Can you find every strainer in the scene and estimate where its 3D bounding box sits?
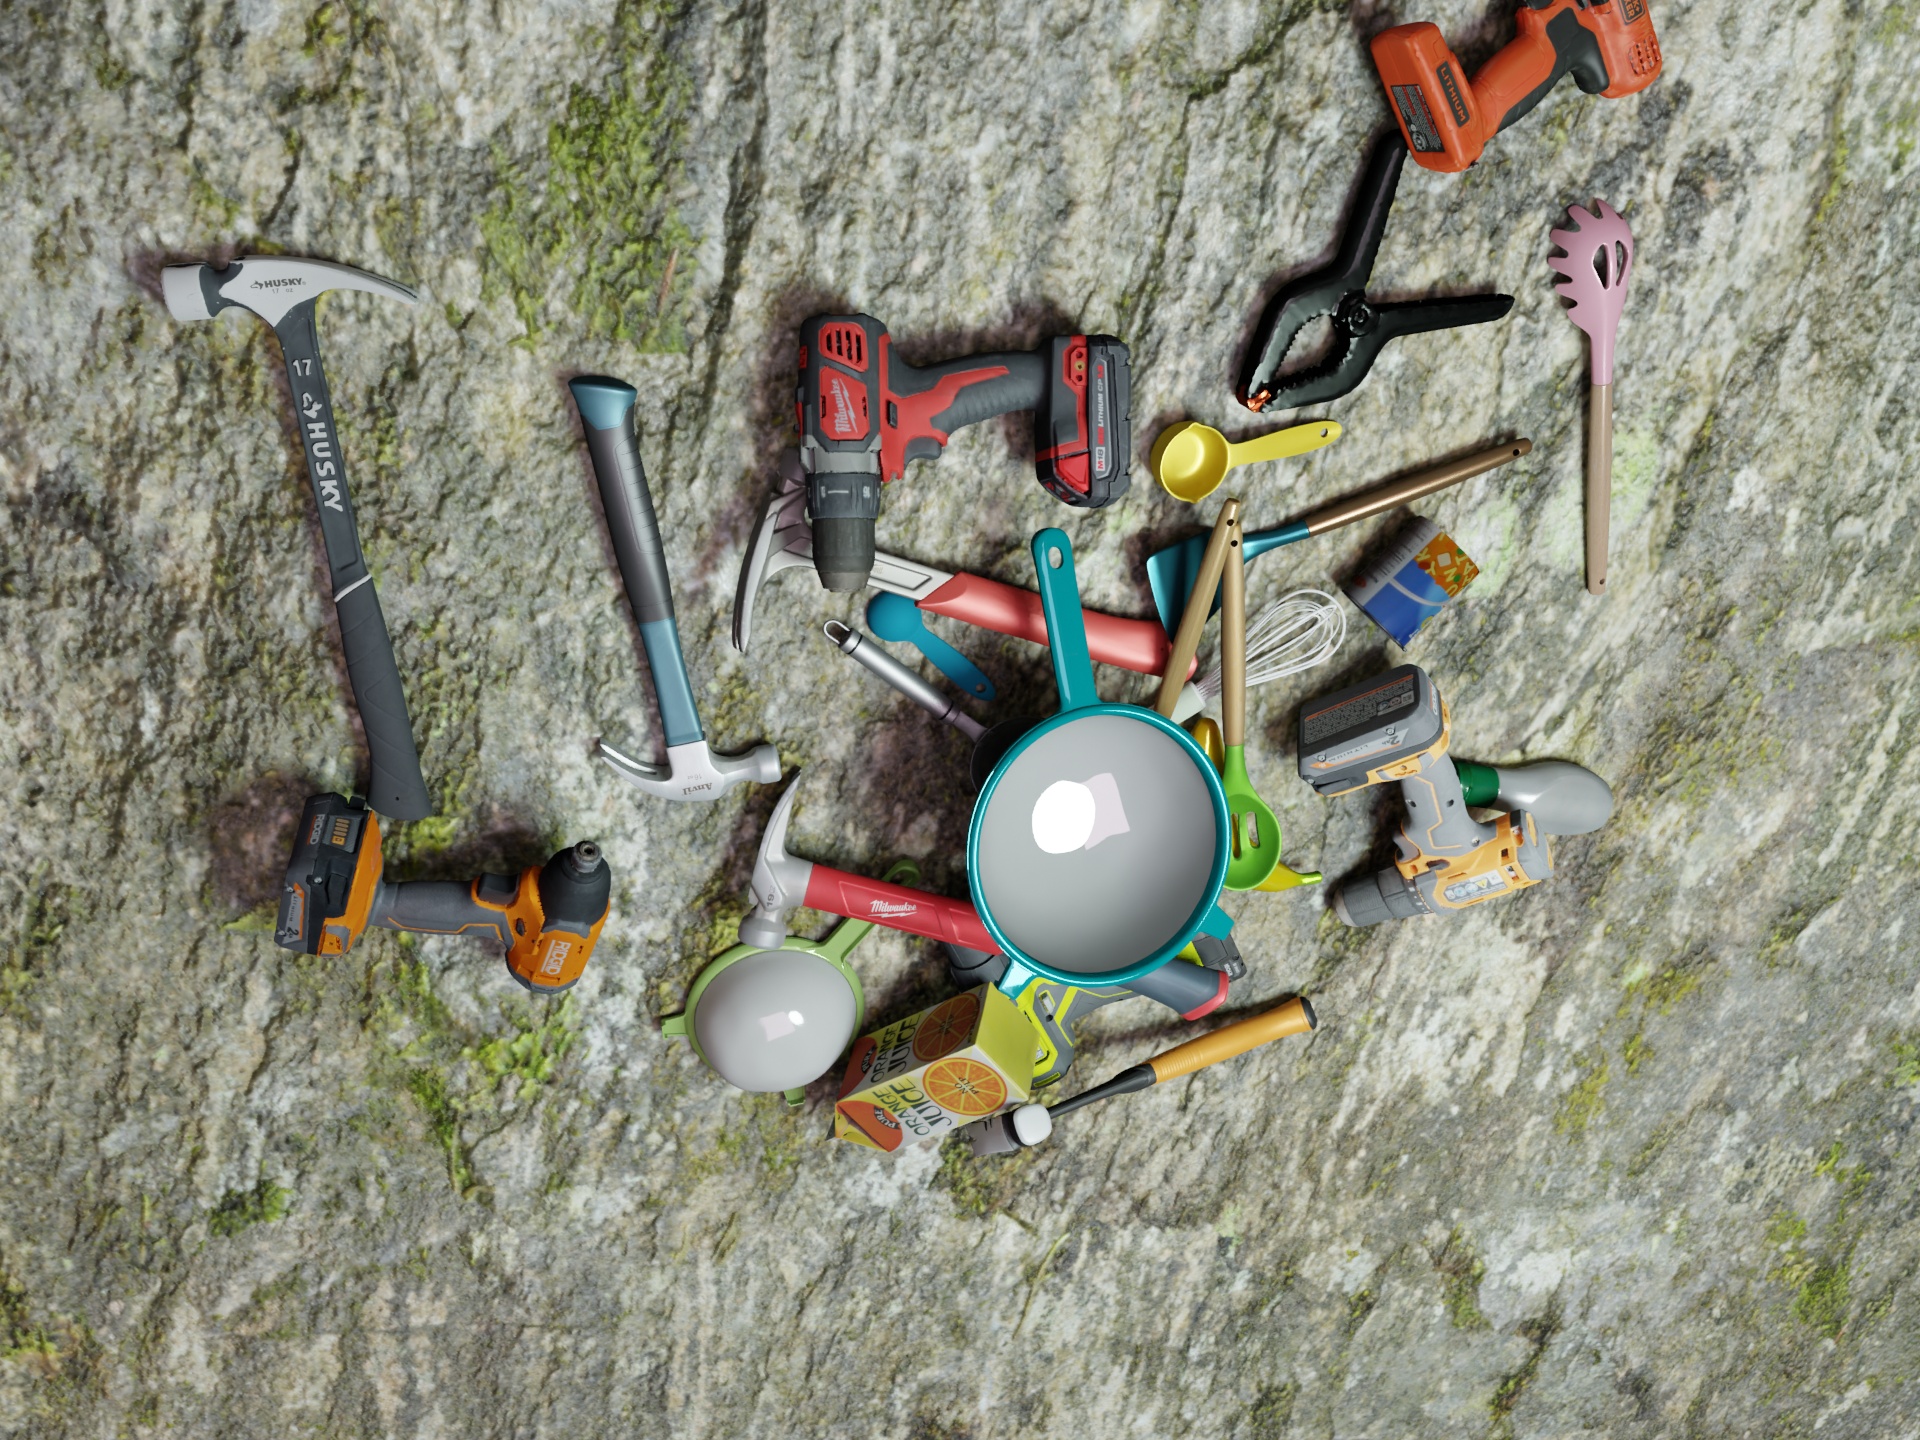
[{"bbox_3d":[0.080,0.026,1.189,0.211,0.095,0.340,-13,99,-17],"label":"strainer"},{"bbox_3d":[-0.116,0.220,1.298,0.151,0.069,0.256,35,106,-25],"label":"strainer"},{"bbox_3d":[-0.002,-0.004,1.229,0.258,0.050,0.087,36,105,-21],"label":"strainer"}]

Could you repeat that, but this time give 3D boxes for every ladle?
[{"bbox_3d":[0.162,-0.025,1.218,0.069,0.031,0.315,6,120,-14],"label":"ladle"}]

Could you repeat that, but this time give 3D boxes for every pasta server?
[{"bbox_3d":[0.492,-0.239,1.231,0.060,0.040,0.316,-16,122,-4],"label":"pasta server"}]

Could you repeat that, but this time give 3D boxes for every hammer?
[{"bbox_3d":[0.166,0.302,1.367,0.337,0.127,0.034,-14,78,-27],"label":"hammer"},{"bbox_3d":[0.014,-0.079,1.184,0.359,0.037,0.149,16,94,-21],"label":"hammer"},{"bbox_3d":[-0.221,-0.087,1.146,0.128,0.033,0.330,-12,117,-7],"label":"hammer"},{"bbox_3d":[-0.416,-0.111,1.092,0.149,0.036,0.408,-8,118,-10],"label":"hammer"},{"bbox_3d":[0.028,0.152,1.254,0.386,0.038,0.143,15,98,-5],"label":"hammer"}]

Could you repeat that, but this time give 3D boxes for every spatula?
[{"bbox_3d":[0.292,-0.151,1.216,0.317,0.044,0.082,-21,116,0],"label":"spatula"}]

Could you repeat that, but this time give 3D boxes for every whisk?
[{"bbox_3d":[0.194,-0.026,1.263,0.246,0.058,0.059,-31,84,7],"label":"whisk"}]

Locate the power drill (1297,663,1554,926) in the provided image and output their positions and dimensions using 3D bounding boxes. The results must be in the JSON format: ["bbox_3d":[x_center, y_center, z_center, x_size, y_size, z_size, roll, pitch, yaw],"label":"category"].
[{"bbox_3d":[0.358,0.078,1.314,0.185,0.084,0.226,-25,120,29],"label":"power drill"}]

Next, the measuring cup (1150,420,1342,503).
[{"bbox_3d":[0.213,-0.206,1.191,0.156,0.029,0.062,-15,119,-18],"label":"measuring cup"}]

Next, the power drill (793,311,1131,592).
[{"bbox_3d":[-0.002,-0.183,1.096,0.226,0.080,0.188,-1,95,-10],"label":"power drill"}]

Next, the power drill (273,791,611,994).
[{"bbox_3d":[-0.371,0.123,1.166,0.226,0.084,0.164,14,137,-19],"label":"power drill"}]

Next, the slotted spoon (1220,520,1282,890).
[{"bbox_3d":[0.214,-0.007,1.236,0.070,0.031,0.313,-7,117,-1],"label":"slotted spoon"}]

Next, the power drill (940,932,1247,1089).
[{"bbox_3d":[0.105,0.193,1.331,0.228,0.080,0.190,-26,119,4],"label":"power drill"}]

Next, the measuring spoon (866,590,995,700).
[{"bbox_3d":[-0.018,-0.051,1.212,0.128,0.021,0.042,39,103,-24],"label":"measuring spoon"}]
